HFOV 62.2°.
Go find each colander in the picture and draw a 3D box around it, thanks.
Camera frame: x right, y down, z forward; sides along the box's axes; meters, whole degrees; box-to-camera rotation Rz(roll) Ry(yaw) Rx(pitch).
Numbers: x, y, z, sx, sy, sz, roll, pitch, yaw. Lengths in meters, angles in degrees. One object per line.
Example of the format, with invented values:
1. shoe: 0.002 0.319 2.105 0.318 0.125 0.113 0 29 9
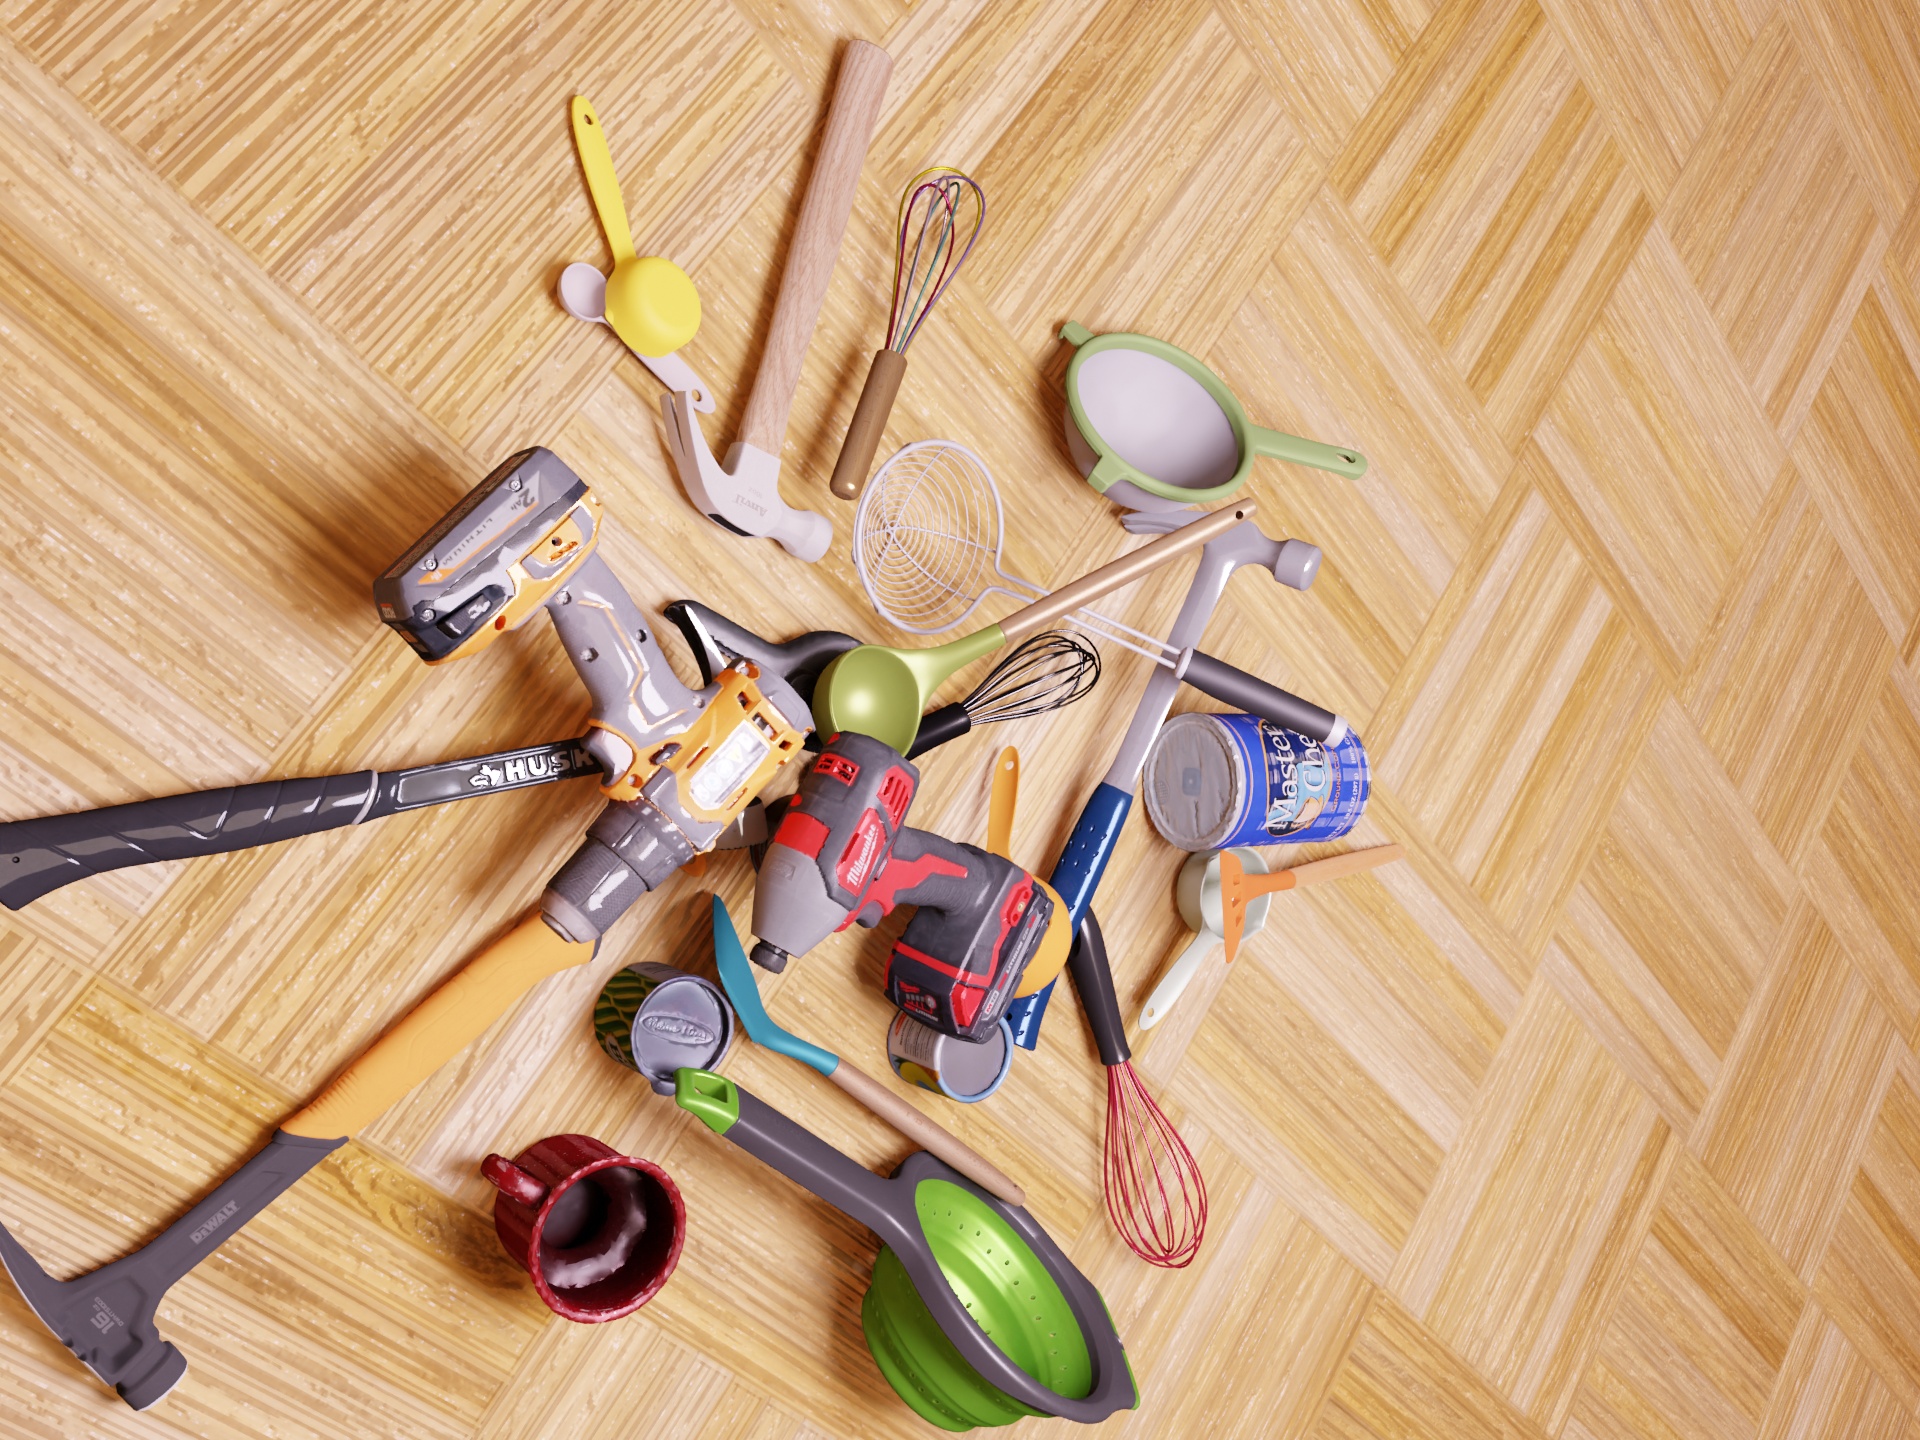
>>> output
1. colander: -0.052 0.344 1.002 0.094 0.205 0.396 -44 118 10

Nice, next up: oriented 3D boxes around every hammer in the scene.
1. hammer: -0.101 -0.276 1.002 0.130 0.031 0.331 22 77 -41
2. hammer: 0.111 0.037 1.131 0.405 0.144 0.035 -65 159 -5
3. hammer: -0.336 0.202 0.860 0.337 0.034 0.127 -41 115 -27
4. hammer: -0.302 0.033 0.859 0.409 0.036 0.149 -11 95 -30

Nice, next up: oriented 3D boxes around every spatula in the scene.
1. spatula: 0.276 0.122 1.240 0.322 0.041 0.081 -5 92 -48
2. spatula: -0.058 0.231 1.031 0.044 0.082 0.317 -42 116 12

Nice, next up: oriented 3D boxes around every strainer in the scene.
1. strainer: 0.177 -0.194 1.160 0.256 0.069 0.152 8 56 -25

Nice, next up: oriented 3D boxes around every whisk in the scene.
1. whisk: -0.002 -0.005 1.079 0.239 0.055 0.055 -25 106 -27
2. whisk: 0.120 0.266 1.166 0.073 0.073 0.296 -21 98 -32
3. whisk: -0.041 -0.254 1.026 0.047 0.051 0.245 29 71 -35

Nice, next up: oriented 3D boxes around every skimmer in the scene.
1. skimmer: 0.100 -0.066 1.050 0.363 0.090 0.127 24 81 -4

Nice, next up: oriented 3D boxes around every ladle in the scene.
1. ladle: 0.052 -0.064 0.997 0.320 0.062 0.078 -27 109 -8

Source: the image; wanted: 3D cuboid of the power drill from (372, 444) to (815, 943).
1. power drill: -0.208 -0.008 0.852 0.185 0.084 0.226 -49 115 -19

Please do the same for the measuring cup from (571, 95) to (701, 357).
1. measuring cup: -0.193 -0.293 0.935 0.062 0.029 0.156 -27 103 -51

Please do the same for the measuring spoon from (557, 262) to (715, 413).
1. measuring spoon: -0.195 -0.225 0.955 0.124 0.018 0.034 41 55 -36

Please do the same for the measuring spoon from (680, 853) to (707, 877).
1. measuring spoon: -0.190 0.052 0.972 0.021 0.011 0.116 -45 119 -26

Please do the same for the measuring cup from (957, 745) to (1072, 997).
1. measuring cup: 0.037 0.106 1.095 0.052 0.095 0.174 36 54 -51

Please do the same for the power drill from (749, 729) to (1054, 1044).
1. power drill: -0.040 0.112 0.962 0.219 0.079 0.143 43 70 -50

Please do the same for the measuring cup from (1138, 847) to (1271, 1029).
1. measuring cup: 0.174 0.165 1.212 0.167 0.038 0.083 -51 118 -20
